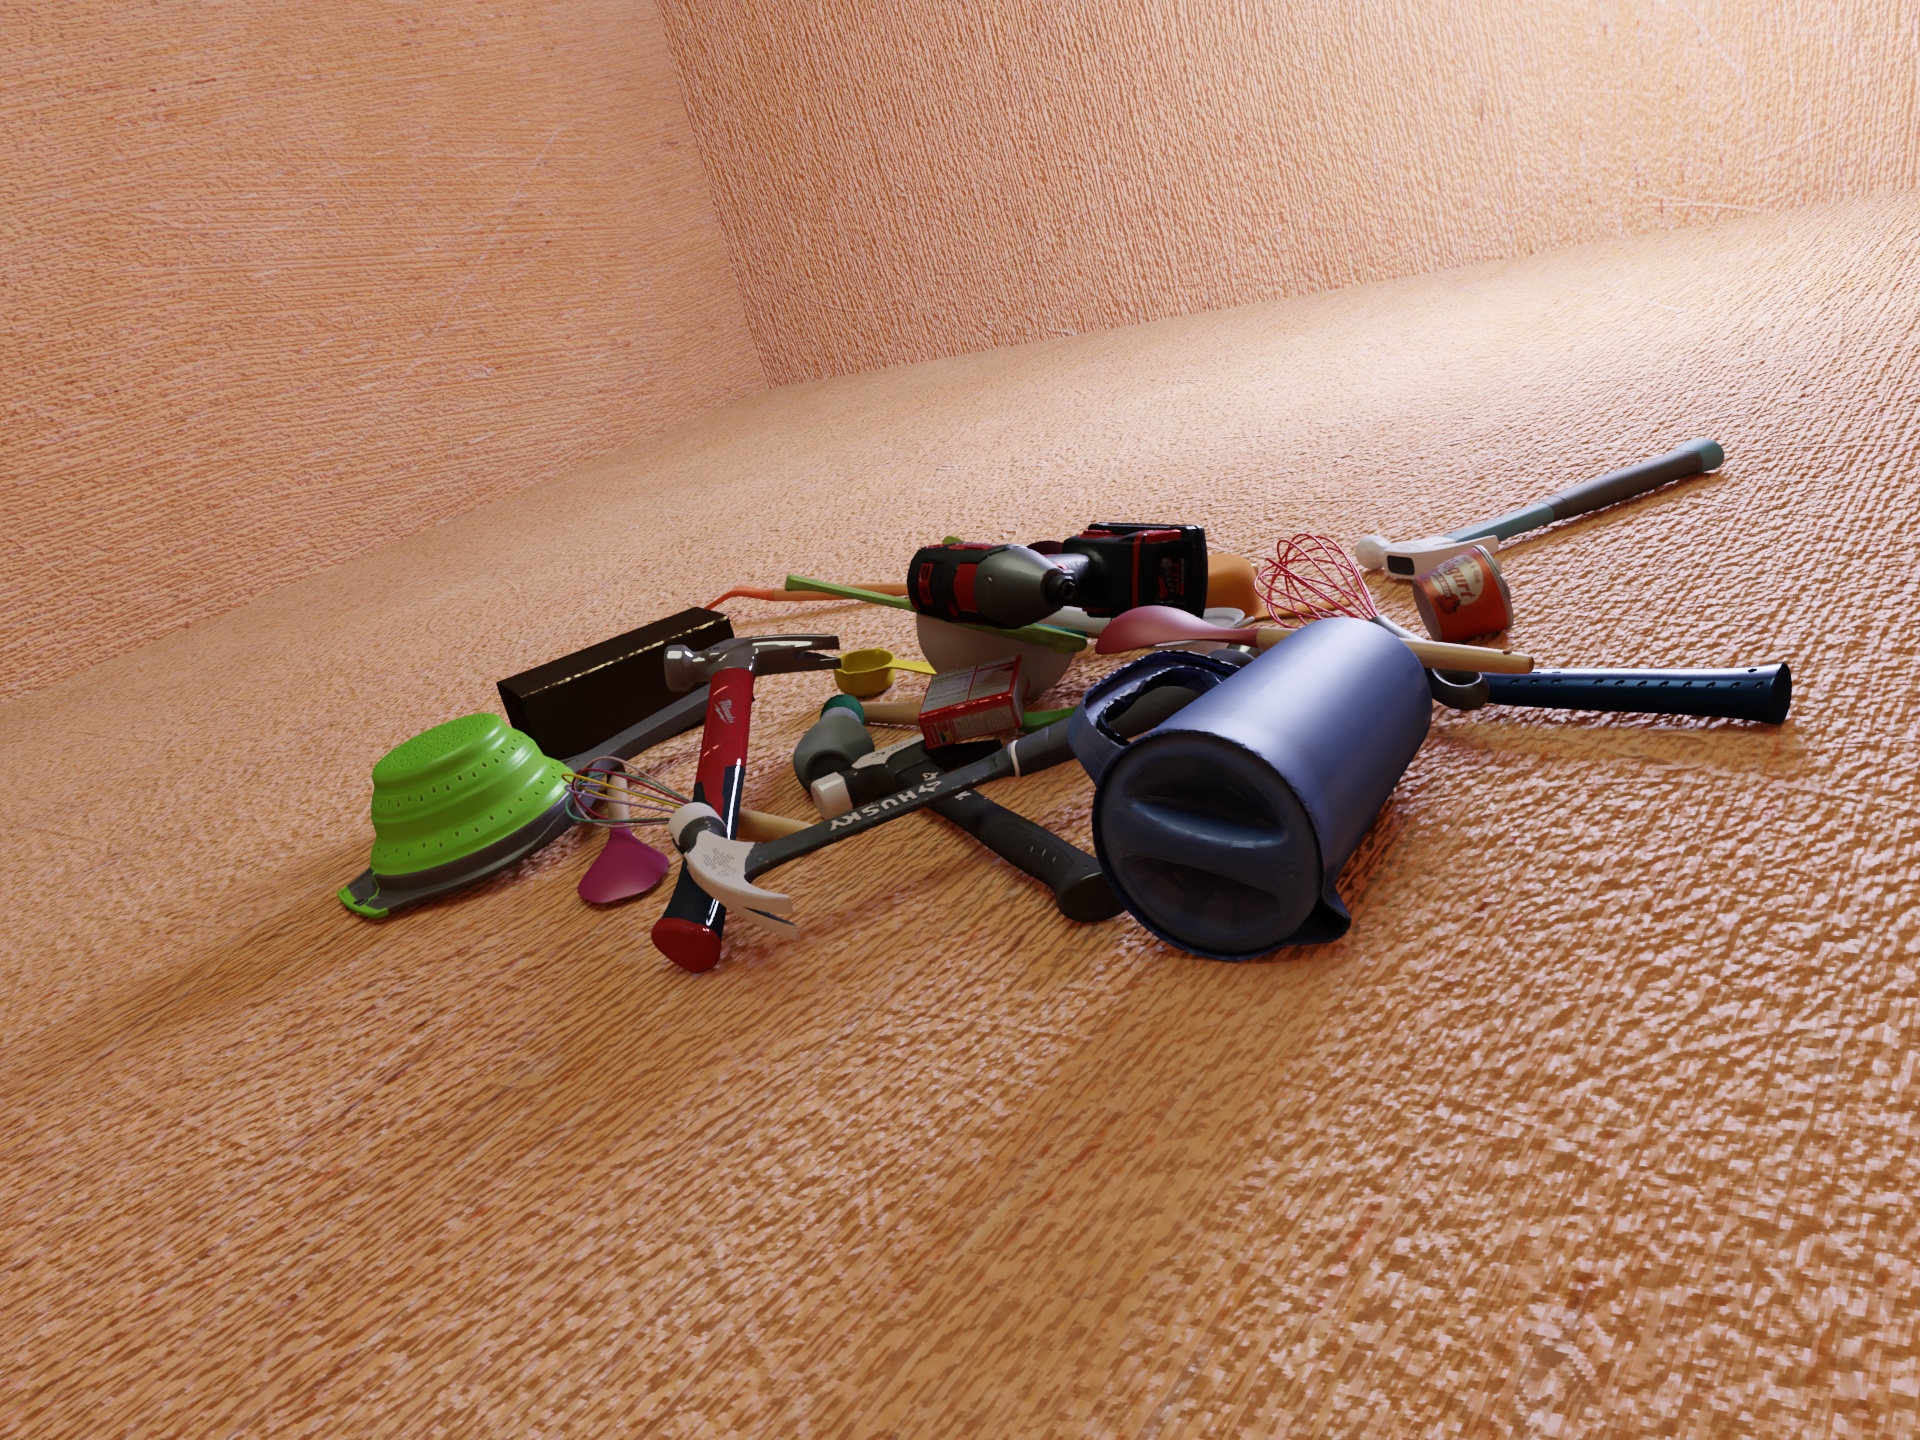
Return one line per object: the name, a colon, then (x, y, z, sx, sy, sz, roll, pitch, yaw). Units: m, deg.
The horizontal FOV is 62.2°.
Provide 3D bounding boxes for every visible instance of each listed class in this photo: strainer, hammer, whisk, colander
strainer: (0.141, -0.077, 1.325, 0.087, 0.050, 0.259, -29, 28, -36)
strainer: (-0.026, -0.064, 1.311, 0.256, 0.069, 0.151, 13, 5, 7)
hammer: (-0.159, 0.043, 1.148, 0.143, 0.038, 0.387, -5, 31, -1)
whisk: (0.281, -0.068, 1.103, 0.073, 0.073, 0.296, -18, 25, -7)
hammer: (0.022, 0.032, 1.036, 0.409, 0.036, 0.149, -21, 29, -19)
hammer: (0.022, 0.065, 1.064, 0.146, 0.035, 0.335, -23, 21, -19)
hammer: (0.519, -0.186, 1.386, 0.331, 0.033, 0.128, -20, 19, -14)
whisk: (-0.209, 0.067, 1.188, 0.245, 0.047, 0.051, 9, 43, 32)
colander: (-0.347, 0.019, 1.329, 0.397, 0.094, 0.205, -33, 23, -30)
hammer: (0.329, -0.020, 1.067, 0.406, 0.035, 0.144, 3, 26, 41)

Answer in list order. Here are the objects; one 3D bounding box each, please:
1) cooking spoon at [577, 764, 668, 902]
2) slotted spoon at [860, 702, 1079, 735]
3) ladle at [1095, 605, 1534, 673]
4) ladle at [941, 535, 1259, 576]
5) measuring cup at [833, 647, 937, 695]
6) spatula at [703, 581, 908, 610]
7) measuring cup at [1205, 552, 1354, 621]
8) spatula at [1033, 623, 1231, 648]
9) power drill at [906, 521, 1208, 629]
cooking spoon: (-0.274, 0.078, 1.273, 0.068, 0.017, 0.319, -16, 19, -8)
slotted spoon: (-0.002, -0.004, 1.287, 0.314, 0.031, 0.070, 2, 17, 45)
ladle: (0.221, -0.051, 1.050, 0.315, 0.031, 0.069, 8, 28, 40)
ladle: (0.128, -0.137, 1.404, 0.320, 0.062, 0.078, -5, 12, -24)
measuring cup: (-0.042, -0.036, 1.423, 0.156, 0.029, 0.062, 8, 27, 24)
spatula: (-0.185, -0.134, 1.794, 0.323, 0.041, 0.081, 0, 23, 27)
measuring cup: (0.249, -0.113, 1.357, 0.174, 0.052, 0.095, -3, 22, 36)
spatula: (0.129, -0.086, 1.388, 0.318, 0.044, 0.082, 8, 43, 45)
power drill: (0.083, -0.106, 1.195, 0.219, 0.078, 0.143, -9, 12, -43)
